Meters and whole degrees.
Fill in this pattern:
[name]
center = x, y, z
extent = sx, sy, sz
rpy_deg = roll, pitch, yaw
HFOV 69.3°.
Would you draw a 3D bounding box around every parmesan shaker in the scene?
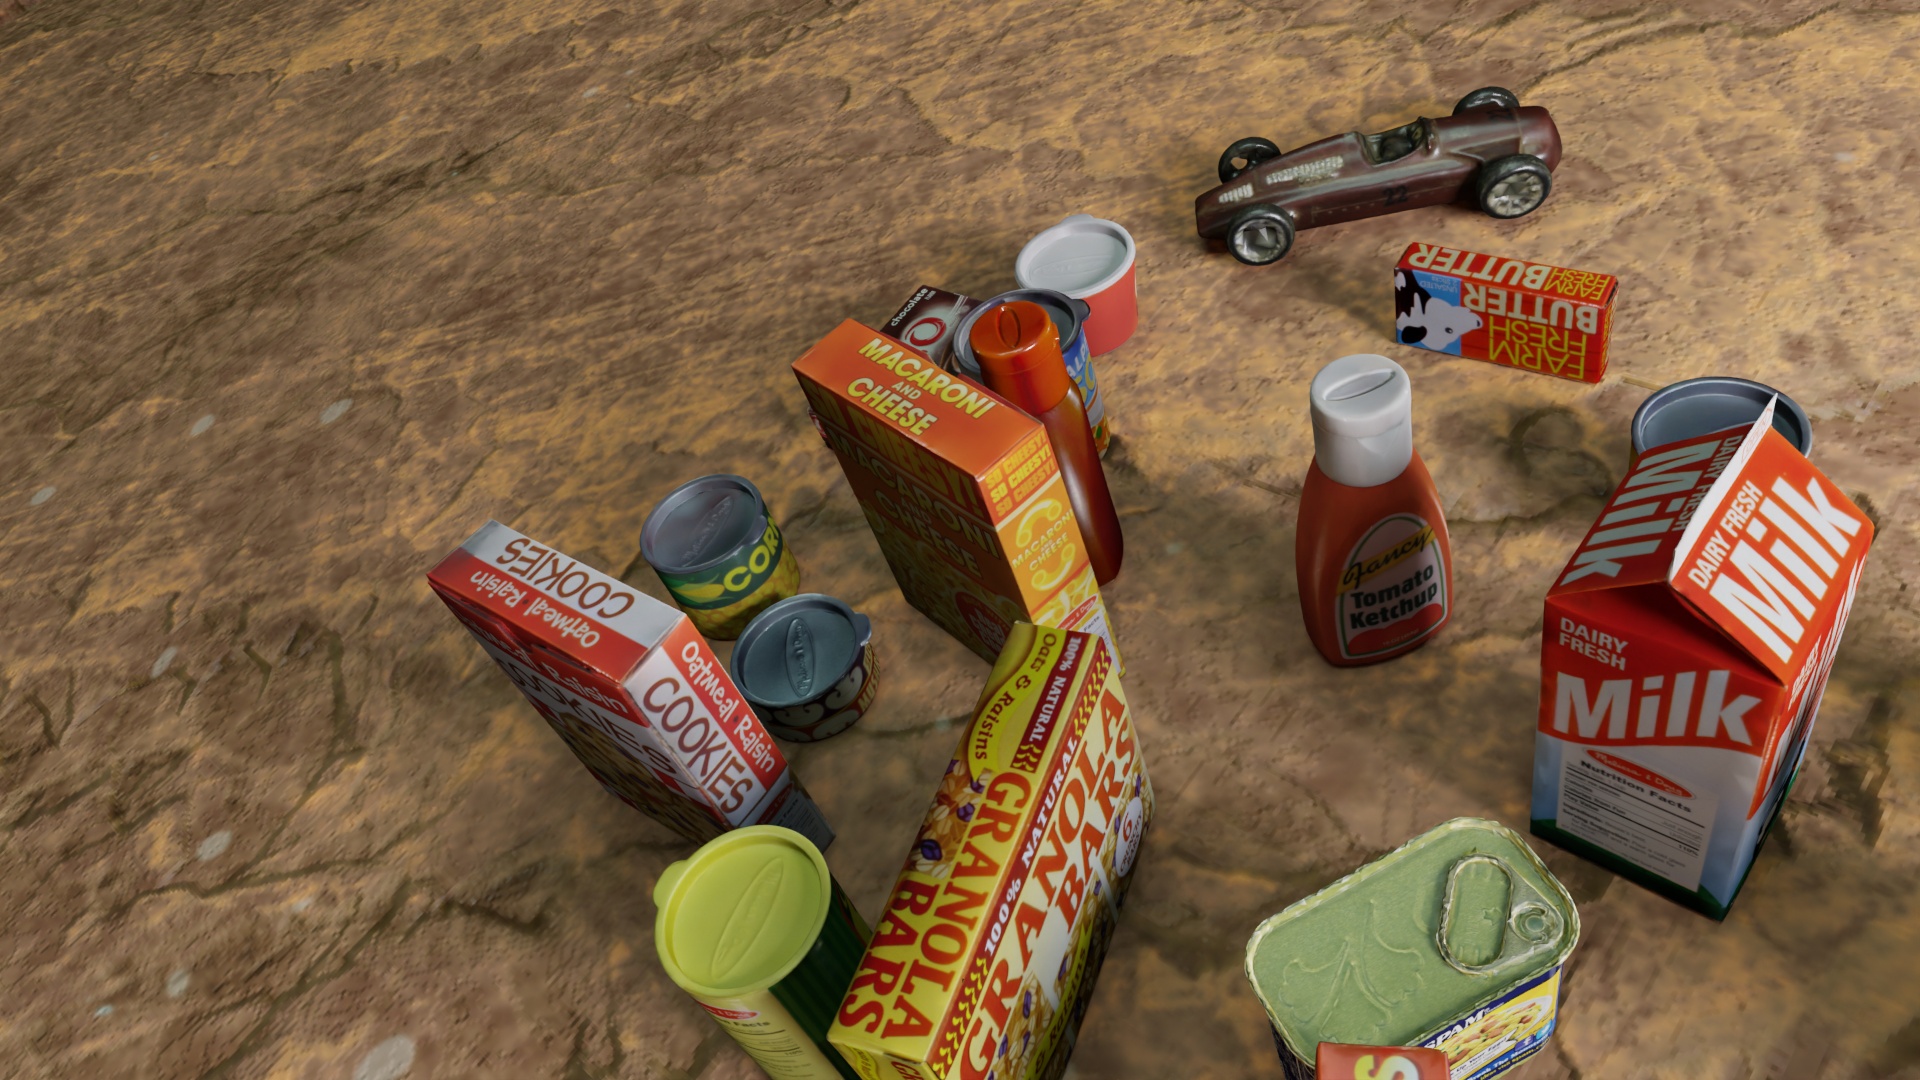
[parmesan shaker]
center = -0.066, 0.162, 0.527
extent = 0.071, 0.102, 0.072
rpy_deg = -10, 47, 11

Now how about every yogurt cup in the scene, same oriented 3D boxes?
[yogurt cup]
center = 0.069, -0.141, 0.787
extent = 0.072, 0.053, 0.073
rpy_deg = -10, 47, 11

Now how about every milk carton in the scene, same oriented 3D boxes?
[milk carton]
center = 0.243, 0.041, 0.464
extent = 0.073, 0.189, 0.072
rpy_deg = 25, 62, 36

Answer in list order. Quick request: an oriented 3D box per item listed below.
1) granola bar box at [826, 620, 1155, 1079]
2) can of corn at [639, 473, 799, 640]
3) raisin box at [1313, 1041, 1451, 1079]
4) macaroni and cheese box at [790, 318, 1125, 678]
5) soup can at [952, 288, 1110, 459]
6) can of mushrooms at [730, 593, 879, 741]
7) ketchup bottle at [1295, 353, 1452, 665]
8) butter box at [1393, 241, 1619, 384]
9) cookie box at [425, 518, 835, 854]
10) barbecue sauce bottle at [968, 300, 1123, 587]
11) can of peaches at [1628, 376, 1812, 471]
[granola bar box]
center = 0.022, 0.132, 0.508
extent = 0.039, 0.123, 0.166
rpy_deg = 8, 53, 26
[can of corn]
center = -0.121, 0.009, 0.717
extent = 0.071, 0.058, 0.071
rpy_deg = -10, 47, 11
[raisin box]
center = 0.126, 0.210, 0.400
extent = 0.040, 0.122, 0.086
rpy_deg = -4, 48, 17
[macaroni and cheese box]
center = 0.002, -0.008, 0.612
extent = 0.040, 0.165, 0.124
rpy_deg = -42, 49, -18
[soup can]
center = 0.041, -0.079, 0.720
extent = 0.071, 0.083, 0.072
rpy_deg = -10, 47, 11
[can of mushrooms]
center = -0.072, 0.061, 0.670
extent = 0.071, 0.033, 0.071
rpy_deg = -10, 47, 11
[ketchup bottle]
center = 0.167, -0.011, 0.567
extent = 0.065, 0.148, 0.044
rpy_deg = -22, 46, 0
[butter box]
center = 0.269, -0.113, 0.690
extent = 0.103, 0.053, 0.024
rpy_deg = 19, 59, 33
[cookie box]
center = -0.136, 0.074, 0.588
extent = 0.123, 0.166, 0.040
rpy_deg = 20, 59, 33
[barbecue sauce bottle]
center = 0.041, -0.044, 0.643
extent = 0.043, 0.148, 0.065
rpy_deg = -15, 46, 7
[can of peaches]
center = 0.319, -0.025, 0.587
extent = 0.071, 0.057, 0.071
rpy_deg = -10, 47, 11
